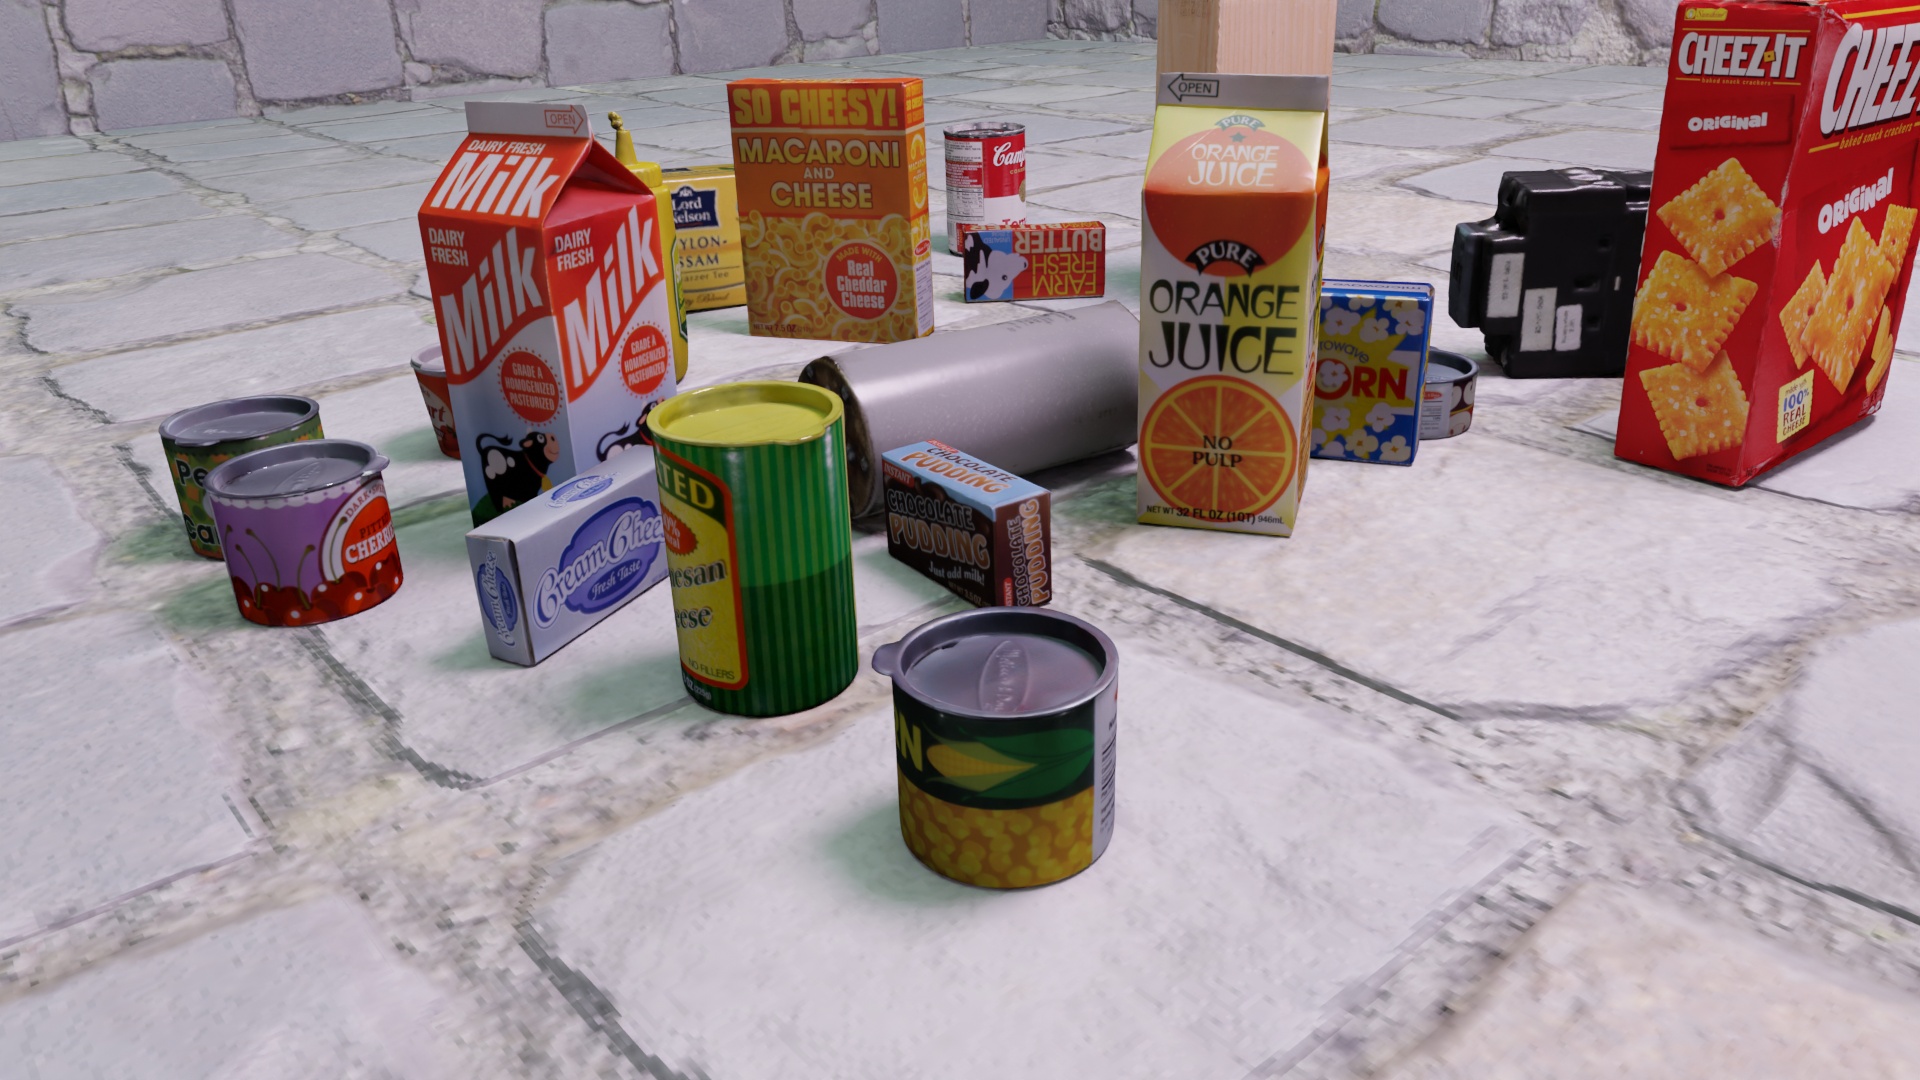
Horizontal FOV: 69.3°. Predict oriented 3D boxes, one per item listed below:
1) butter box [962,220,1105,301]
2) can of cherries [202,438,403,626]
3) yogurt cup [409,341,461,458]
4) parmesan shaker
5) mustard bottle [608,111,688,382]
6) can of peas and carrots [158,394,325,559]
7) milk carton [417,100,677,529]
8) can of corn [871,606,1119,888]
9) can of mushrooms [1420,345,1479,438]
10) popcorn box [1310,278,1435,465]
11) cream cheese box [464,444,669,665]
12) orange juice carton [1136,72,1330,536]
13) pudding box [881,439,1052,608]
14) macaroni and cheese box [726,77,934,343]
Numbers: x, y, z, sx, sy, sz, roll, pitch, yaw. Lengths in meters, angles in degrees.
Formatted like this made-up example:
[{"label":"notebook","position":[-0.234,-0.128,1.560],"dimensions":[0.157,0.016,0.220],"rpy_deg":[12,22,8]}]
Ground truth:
[{"label":"butter box","position":[0.054,-0.203,1.012],"dimensions":[0.103,0.053,0.024],"rpy_deg":[-3,23,-3]},{"label":"can of cherries","position":[-0.268,-0.004,0.576],"dimensions":[0.071,0.058,0.072],"rpy_deg":[-2,23,1]},{"label":"yogurt cup","position":[-0.256,-0.077,0.748],"dimensions":[0.072,0.053,0.073],"rpy_deg":[-2,24,1]},{"label":"parmesan shaker","position":[-0.070,0.003,0.489],"dimensions":[0.071,0.102,0.071],"rpy_deg":[-2,23,1]},{"label":"mustard bottle","position":[-0.194,-0.174,0.831],"dimensions":[0.049,0.159,0.065],"rpy_deg":[-5,24,-8]},{"label":"can of peas and carrots","position":[-0.325,-0.029,0.637],"dimensions":[0.071,0.058,0.071],"rpy_deg":[-2,23,1]},{"label":"milk carton","position":[-0.178,-0.094,0.612],"dimensions":[0.072,0.189,0.074],"rpy_deg":[10,26,26]},{"label":"can of corn","position":[0.011,0.060,0.410],"dimensions":[0.071,0.058,0.071],"rpy_deg":[-2,23,1]},{"label":"can of mushrooms","position":[0.241,-0.081,0.742],"dimensions":[0.071,0.033,0.071],"rpy_deg":[-2,24,1]},{"label":"popcorn box","position":[0.169,-0.088,0.701],"dimensions":[0.127,0.085,0.038],"rpy_deg":[6,25,18]},{"label":"cream cheese box","position":[-0.149,0.003,0.556],"dimensions":[0.024,0.053,0.104],"rpy_deg":[9,26,24]},{"label":"orange juice carton","position":[0.120,-0.106,0.611],"dimensions":[0.072,0.191,0.073],"rpy_deg":[5,24,17]},{"label":"pudding box","position":[0.002,-0.007,0.573],"dimensions":[0.030,0.049,0.084],"rpy_deg":[-17,28,-31]},{"label":"macaroni and cheese box","position":[-0.084,-0.217,0.913],"dimensions":[0.124,0.165,0.040],"rpy_deg":[5,24,17]}]
